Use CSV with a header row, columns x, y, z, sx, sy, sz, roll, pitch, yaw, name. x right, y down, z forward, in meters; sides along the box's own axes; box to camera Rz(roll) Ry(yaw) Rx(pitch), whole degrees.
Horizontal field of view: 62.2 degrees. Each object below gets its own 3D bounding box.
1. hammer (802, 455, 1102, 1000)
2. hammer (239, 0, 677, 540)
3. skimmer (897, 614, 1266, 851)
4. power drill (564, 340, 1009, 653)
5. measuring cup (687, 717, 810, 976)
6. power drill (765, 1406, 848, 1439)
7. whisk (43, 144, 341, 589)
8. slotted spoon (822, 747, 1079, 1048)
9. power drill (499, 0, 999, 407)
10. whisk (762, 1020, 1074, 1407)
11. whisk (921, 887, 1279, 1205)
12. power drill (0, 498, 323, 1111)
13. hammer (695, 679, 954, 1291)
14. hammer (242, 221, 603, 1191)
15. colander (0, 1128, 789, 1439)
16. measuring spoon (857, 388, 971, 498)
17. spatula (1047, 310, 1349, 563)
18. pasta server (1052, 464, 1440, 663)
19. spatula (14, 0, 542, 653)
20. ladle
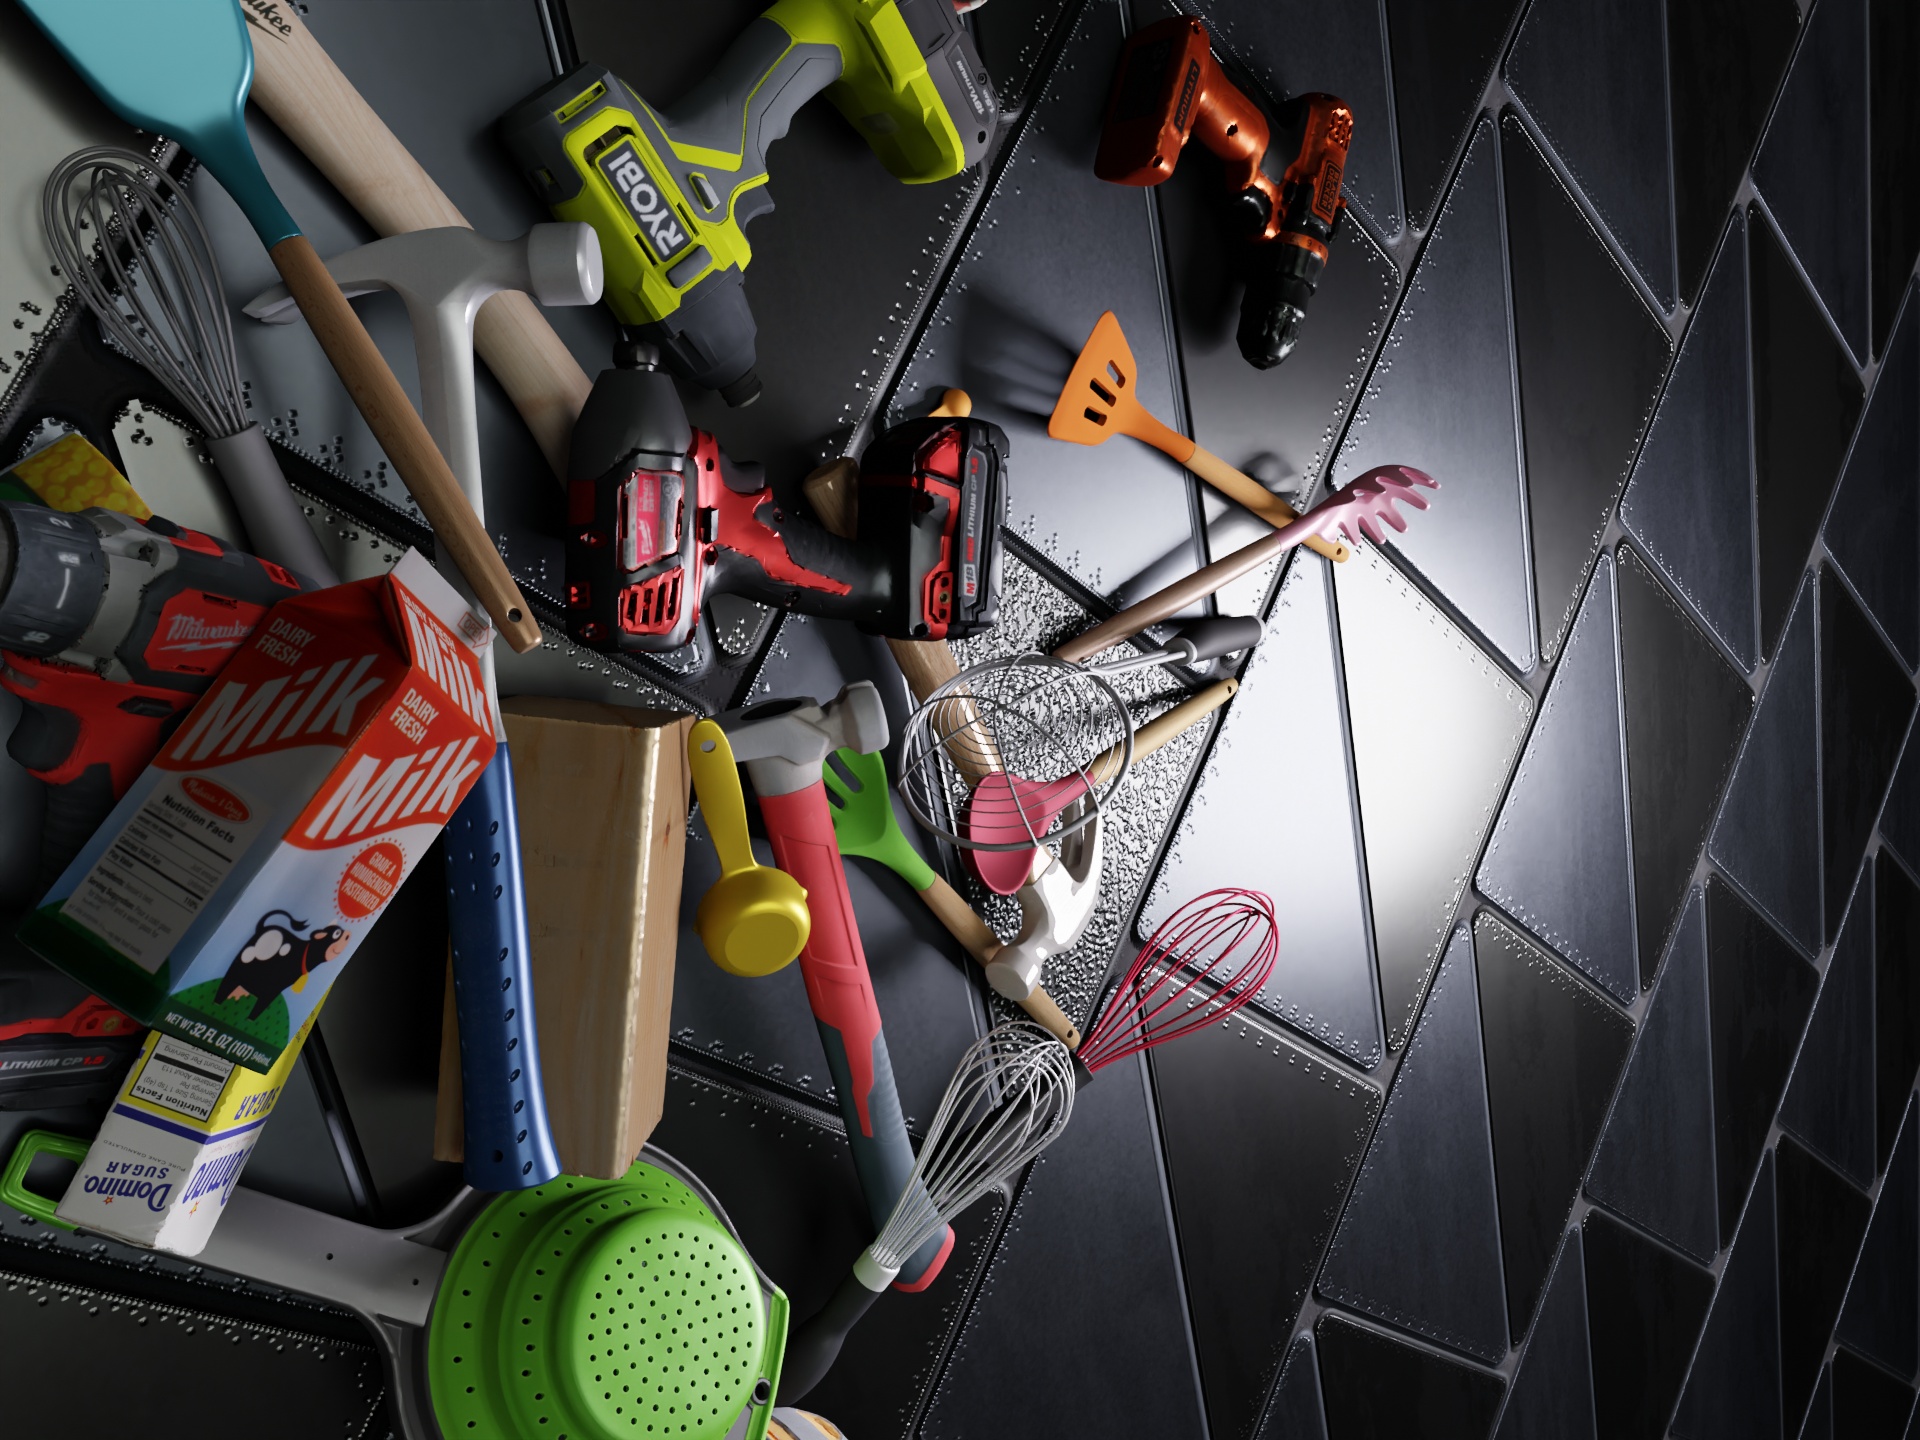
x,y,z,sx,sy,sz,roll,pitch,yaw,name
-0.001,-0.003,0.926,0.130,0.031,0.331,-47,120,-39,hammer
-0.243,-0.237,0.702,0.146,0.038,0.410,-51,125,-22,hammer
0.098,-0.007,0.954,0.363,0.127,0.090,-16,121,-56,skimmer
-0.086,-0.105,0.780,0.219,0.079,0.143,-2,97,-35,power drill
-0.110,0.067,0.783,0.062,0.029,0.156,-17,129,-12,measuring cup
-0.173,0.477,0.856,0.226,0.084,0.185,16,89,-44,power drill
-0.307,-0.118,0.665,0.055,0.055,0.238,-34,122,-30,whisk
-0.009,0.113,0.955,0.070,0.031,0.313,-53,127,-19,slotted spoon
-0.093,-0.280,0.792,0.223,0.080,0.171,-45,122,-20,power drill
-0.028,0.287,0.898,0.070,0.070,0.284,26,105,-38,whisk
0.092,0.208,1.012,0.296,0.073,0.073,-37,120,-13,whisk
-0.347,0.026,0.576,0.226,0.080,0.187,-64,153,4,power drill
-0.078,0.170,0.889,0.143,0.038,0.386,-15,115,-10,hammer
-0.213,-0.001,0.678,0.144,0.035,0.405,-3,95,2,hammer
-0.224,0.261,0.731,0.396,0.094,0.205,31,53,-29,colander
-0.024,-0.153,0.887,0.117,0.011,0.021,-52,122,-40,measuring spoon
0.168,-0.163,1.038,0.322,0.041,0.081,23,96,-40,spatula
0.192,-0.101,1.052,0.316,0.040,0.060,-28,155,-24,pasta server
-0.252,-0.166,0.622,0.082,0.044,0.317,-33,97,-21,spatula
0.092,0.025,0.982,0.315,0.031,0.069,-28,107,-47,ladle
